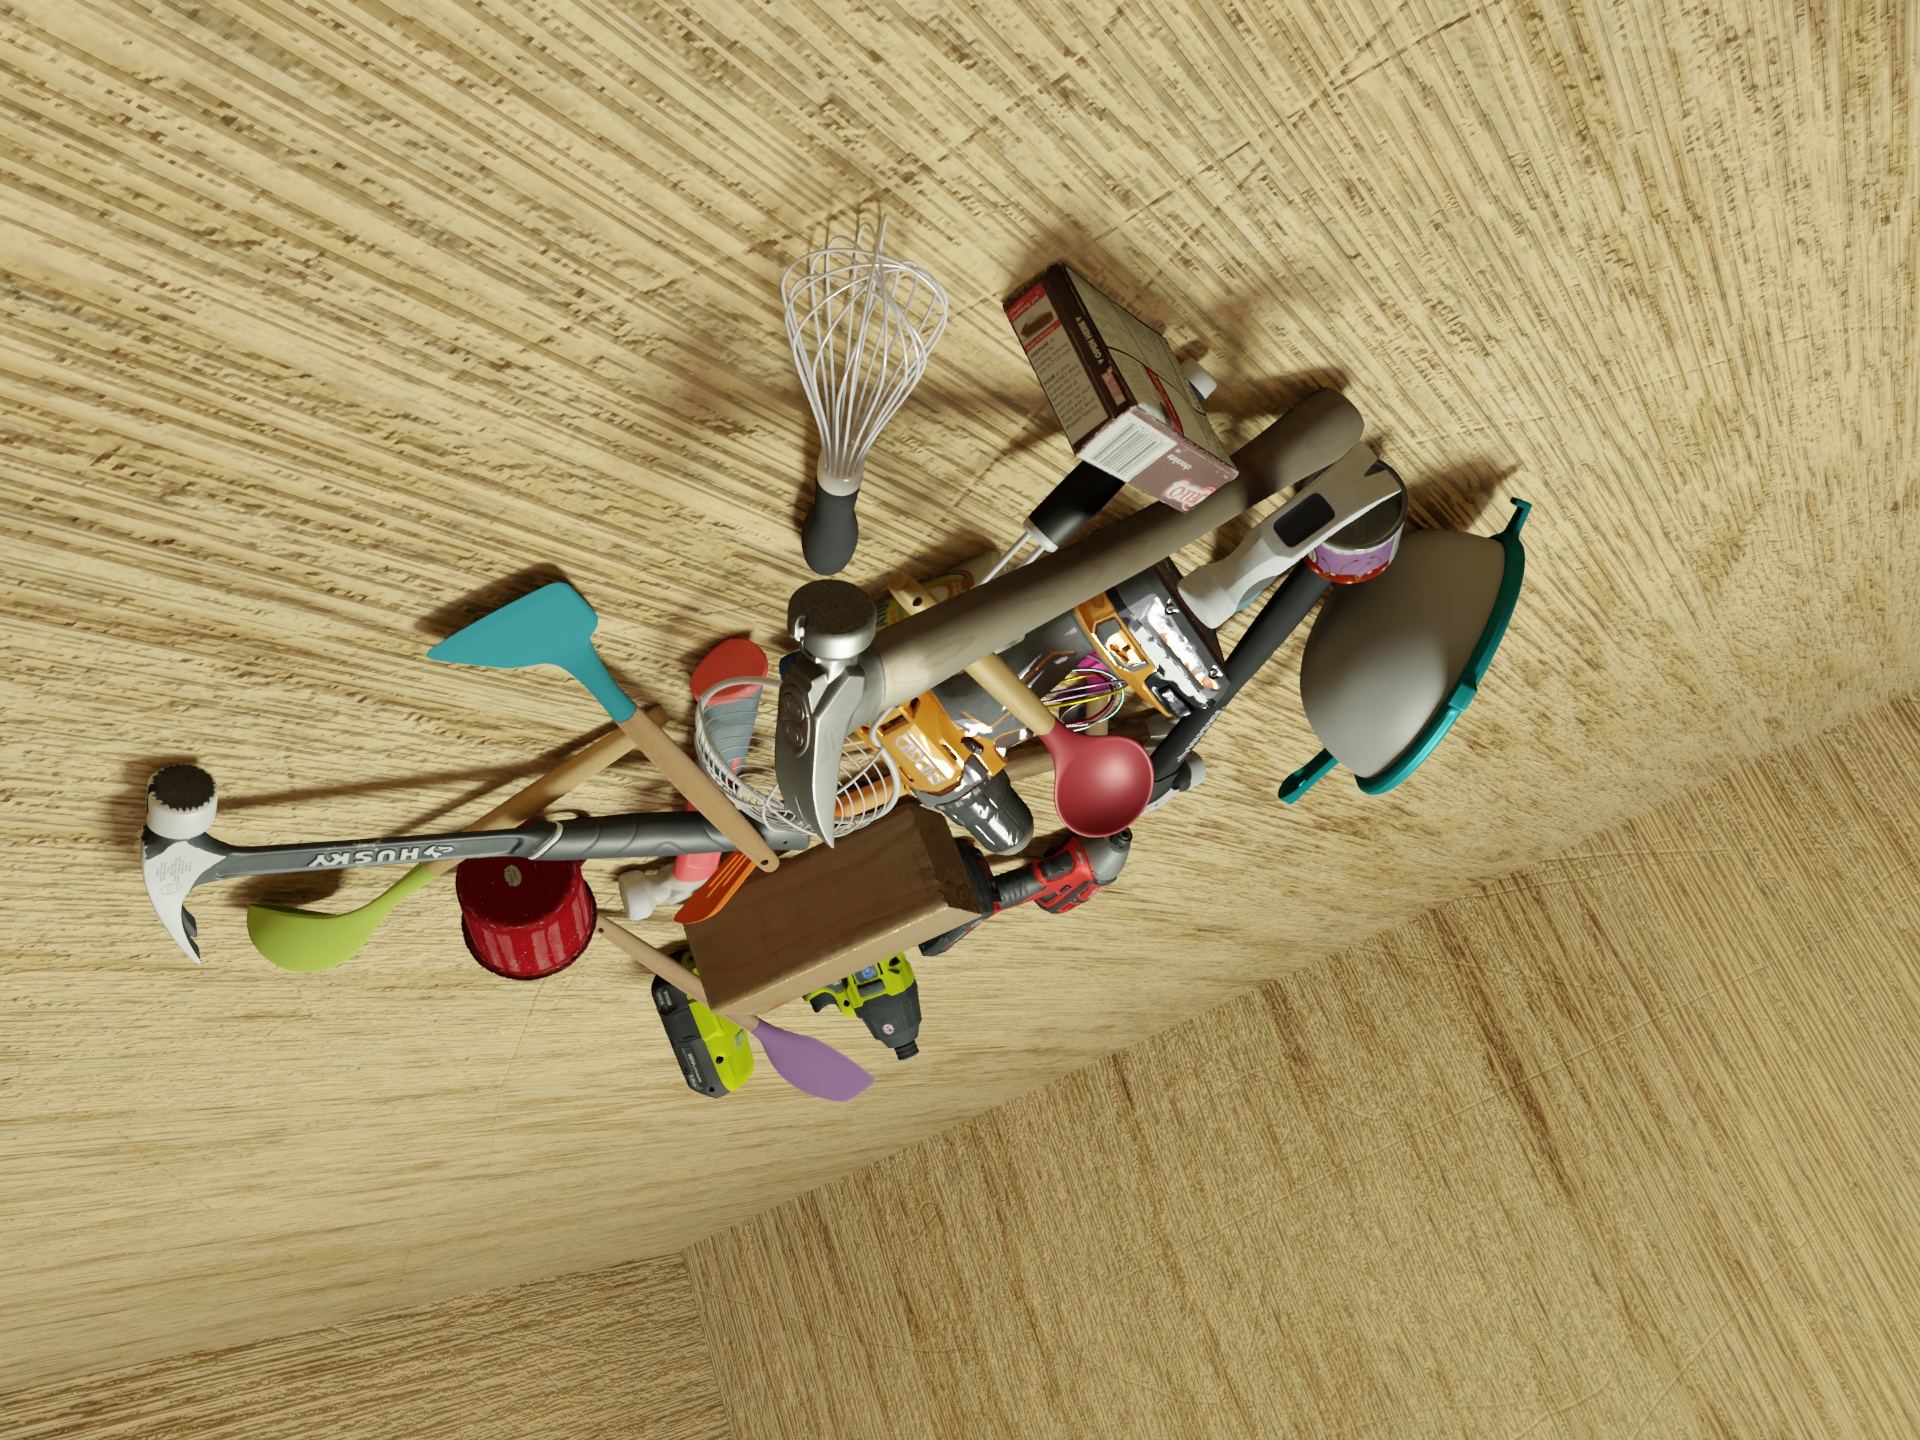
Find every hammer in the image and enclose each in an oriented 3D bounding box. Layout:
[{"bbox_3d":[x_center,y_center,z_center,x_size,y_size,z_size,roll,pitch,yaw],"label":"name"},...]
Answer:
[{"bbox_3d":[-0.157,0.046,1.105,0.143,0.038,0.386,-14,159,-21],"label":"hammer"},{"bbox_3d":[0.047,0.035,1.283,0.331,0.031,0.130,-13,158,-20],"label":"hammer"},{"bbox_3d":[0.073,-0.077,0.825,0.410,0.038,0.146,-30,147,-33],"label":"hammer"},{"bbox_3d":[0.178,-0.094,0.939,0.128,0.033,0.331,-38,177,3],"label":"hammer"},{"bbox_3d":[-0.279,0.079,0.982,0.408,0.036,0.149,-1,139,-31],"label":"hammer"},{"bbox_3d":[0.199,-0.032,1.178,0.146,0.035,0.334,-21,155,-40],"label":"hammer"}]

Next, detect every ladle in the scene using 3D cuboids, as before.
[{"bbox_3d":[-0.322,0.069,1.018,0.320,0.062,0.078,-32,162,10],"label":"ladle"},{"bbox_3d":[0.037,-0.007,0.896,0.069,0.031,0.315,-47,145,1],"label":"ladle"}]

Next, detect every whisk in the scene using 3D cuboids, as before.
[{"bbox_3d":[-0.002,-0.004,1.098,0.245,0.047,0.051,-11,137,1],"label":"whisk"},{"bbox_3d":[-0.053,-0.134,0.739,0.070,0.070,0.284,-16,164,-14],"label":"whisk"}]

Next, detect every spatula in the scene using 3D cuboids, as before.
[{"bbox_3d":[-0.198,0.250,1.364,0.060,0.018,0.315,-37,121,20],"label":"spatula"},{"bbox_3d":[-0.065,0.065,1.166,0.322,0.041,0.081,-23,-176,-28],"label":"spatula"},{"bbox_3d":[-0.183,0.018,0.928,0.082,0.044,0.317,-27,139,7],"label":"spatula"}]

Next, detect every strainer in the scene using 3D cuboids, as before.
[{"bbox_3d":[0.289,-0.031,1.198,0.095,0.211,0.340,28,149,-2],"label":"strainer"}]

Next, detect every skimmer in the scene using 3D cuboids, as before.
[{"bbox_3d":[-0.004,-0.069,0.889,0.127,0.090,0.363,41,102,-21],"label":"skimmer"}]

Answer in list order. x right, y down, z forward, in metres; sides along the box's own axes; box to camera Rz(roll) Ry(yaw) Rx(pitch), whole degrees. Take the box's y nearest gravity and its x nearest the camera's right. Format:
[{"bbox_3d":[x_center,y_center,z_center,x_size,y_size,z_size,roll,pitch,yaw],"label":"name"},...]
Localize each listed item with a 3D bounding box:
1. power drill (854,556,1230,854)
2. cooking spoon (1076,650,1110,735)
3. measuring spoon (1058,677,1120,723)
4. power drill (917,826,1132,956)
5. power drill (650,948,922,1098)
[{"bbox_3d":[0.057,-0.009,1.024,0.226,0.084,0.185,-28,126,18],"label":"power drill"},{"bbox_3d":[0.101,-0.012,1.176,0.069,0.017,0.318,-6,150,1],"label":"cooking spoon"},{"bbox_3d":[0.118,-0.038,1.199,0.034,0.018,0.124,6,140,-48],"label":"measuring spoon"},{"bbox_3d":[0.062,0.152,1.534,0.219,0.079,0.143,-9,157,-36],"label":"power drill"},{"bbox_3d":[-0.152,0.254,1.449,0.223,0.171,0.080,-21,-178,13],"label":"power drill"}]
